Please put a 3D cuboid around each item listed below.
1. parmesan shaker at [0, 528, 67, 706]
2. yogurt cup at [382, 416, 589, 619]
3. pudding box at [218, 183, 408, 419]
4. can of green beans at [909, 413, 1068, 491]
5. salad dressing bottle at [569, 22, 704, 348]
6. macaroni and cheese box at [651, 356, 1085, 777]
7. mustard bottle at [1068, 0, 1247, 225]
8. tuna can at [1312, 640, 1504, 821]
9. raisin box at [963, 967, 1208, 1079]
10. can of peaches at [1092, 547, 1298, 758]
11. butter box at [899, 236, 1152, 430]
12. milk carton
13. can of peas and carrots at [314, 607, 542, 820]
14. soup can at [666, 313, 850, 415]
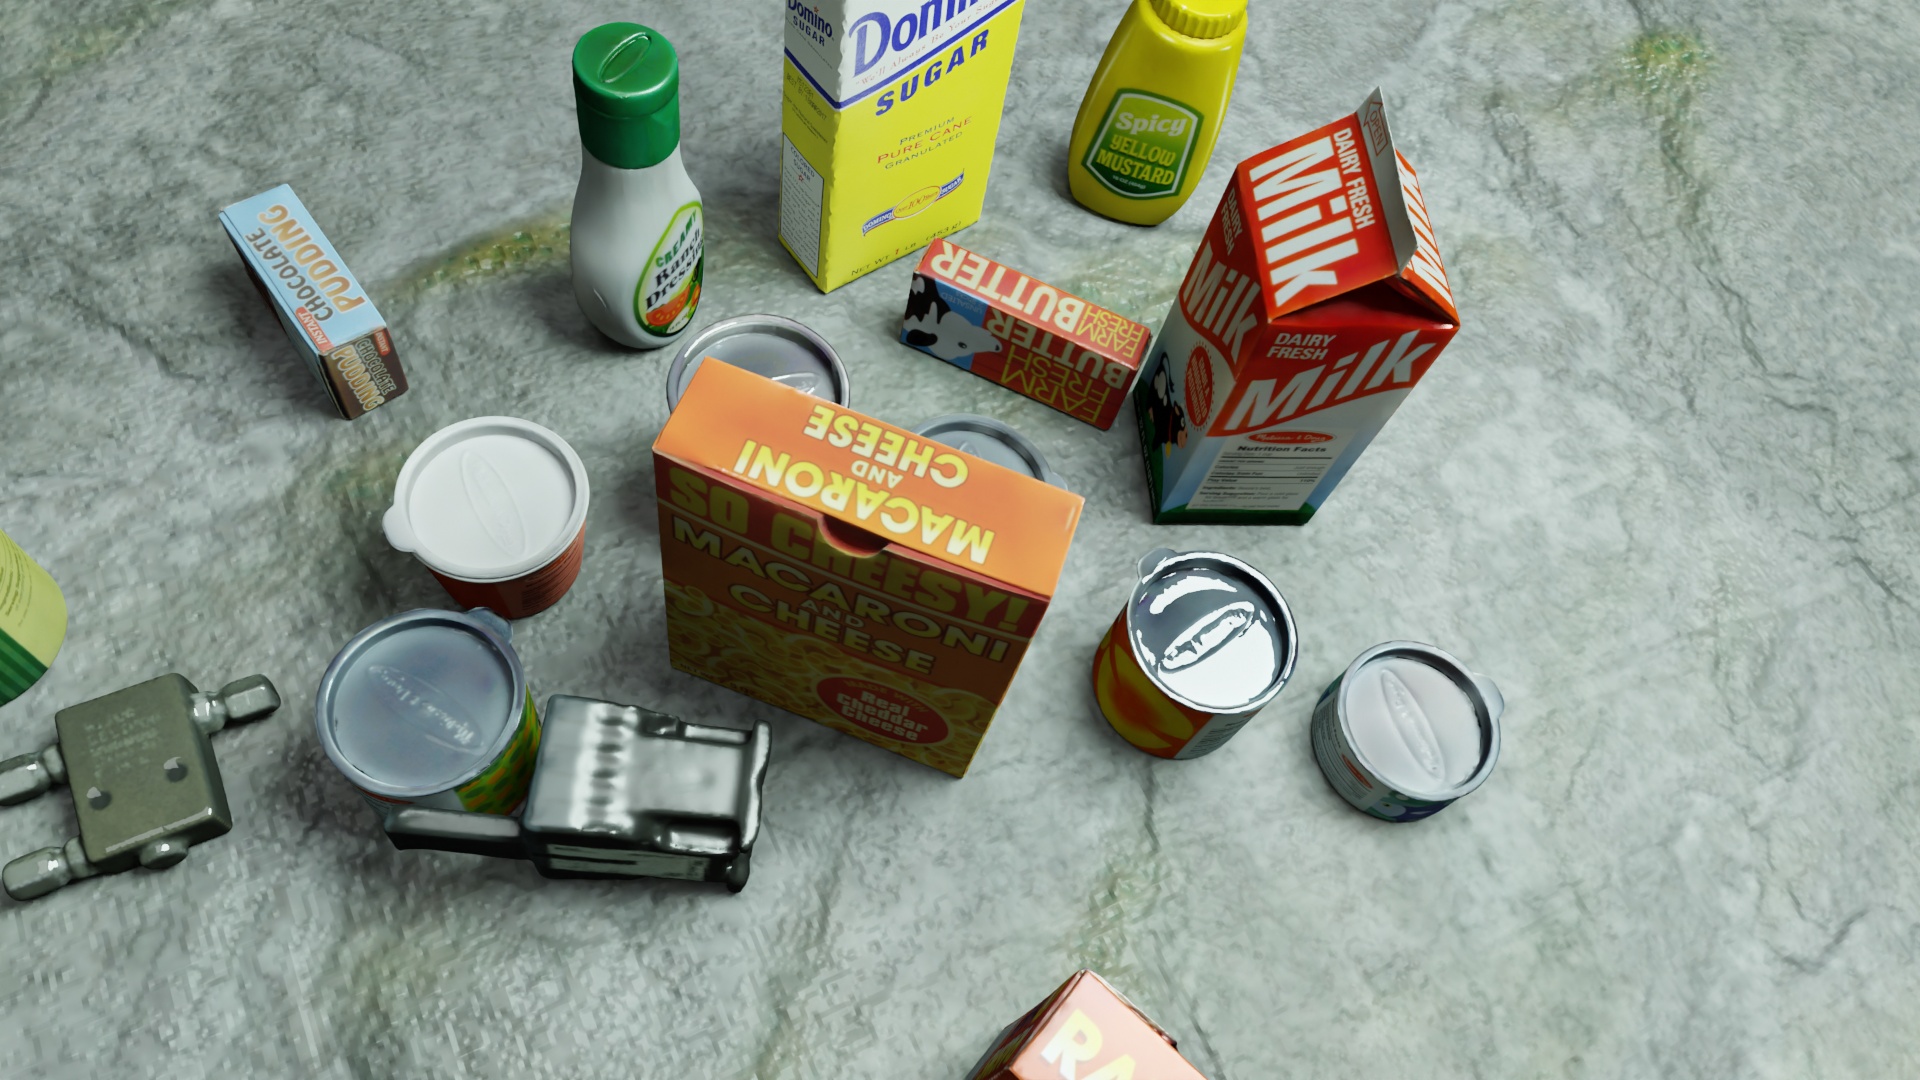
[{"bbox_3d":[-0.350,0.015,0.456,0.071,0.102,0.071,4,63,-7],"label":"parmesan shaker"},{"bbox_3d":[-0.173,-0.005,0.524,0.072,0.053,0.072,4,63,-7],"label":"yogurt cup"},{"bbox_3d":[-0.260,-0.096,0.559,0.030,0.049,0.084,-33,72,-23],"label":"pudding box"},{"bbox_3d":[0.000,-0.007,0.552,0.071,0.057,0.071,4,63,-7],"label":"can of green beans"},{"bbox_3d":[-0.128,-0.134,0.545,0.044,0.147,0.064,29,62,6],"label":"salad dressing bottle"},{"bbox_3d":[-0.037,0.019,0.470,0.124,0.165,0.040,21,62,1],"label":"macaroni and cheese box"},{"bbox_3d":[0.091,-0.207,0.612,0.065,0.159,0.049,16,62,-1],"label":"mustard bottle"},{"bbox_3d":[0.178,0.075,0.553,0.071,0.032,0.071,4,62,-7],"label":"tuna can"},{"bbox_3d":[0.046,0.183,0.424,0.086,0.122,0.040,41,64,12],"label":"raisin box"},{"bbox_3d":[0.088,0.044,0.540,0.071,0.057,0.071,4,63,-7],"label":"can of peaches"},{"bbox_3d":[0.027,-0.089,0.601,0.103,0.053,0.024,24,62,3],"label":"butter box"},{"bbox_3d":[0.128,-0.080,0.536,0.073,0.189,0.072,0,63,-9],"label":"milk carton"},{"bbox_3d":[-0.181,0.063,0.485,0.071,0.058,0.071,4,63,-7],"label":"can of peas and carrots"},{"bbox_3d":[-0.078,-0.034,0.538,0.071,0.083,0.071,4,63,-7],"label":"soup can"}]
